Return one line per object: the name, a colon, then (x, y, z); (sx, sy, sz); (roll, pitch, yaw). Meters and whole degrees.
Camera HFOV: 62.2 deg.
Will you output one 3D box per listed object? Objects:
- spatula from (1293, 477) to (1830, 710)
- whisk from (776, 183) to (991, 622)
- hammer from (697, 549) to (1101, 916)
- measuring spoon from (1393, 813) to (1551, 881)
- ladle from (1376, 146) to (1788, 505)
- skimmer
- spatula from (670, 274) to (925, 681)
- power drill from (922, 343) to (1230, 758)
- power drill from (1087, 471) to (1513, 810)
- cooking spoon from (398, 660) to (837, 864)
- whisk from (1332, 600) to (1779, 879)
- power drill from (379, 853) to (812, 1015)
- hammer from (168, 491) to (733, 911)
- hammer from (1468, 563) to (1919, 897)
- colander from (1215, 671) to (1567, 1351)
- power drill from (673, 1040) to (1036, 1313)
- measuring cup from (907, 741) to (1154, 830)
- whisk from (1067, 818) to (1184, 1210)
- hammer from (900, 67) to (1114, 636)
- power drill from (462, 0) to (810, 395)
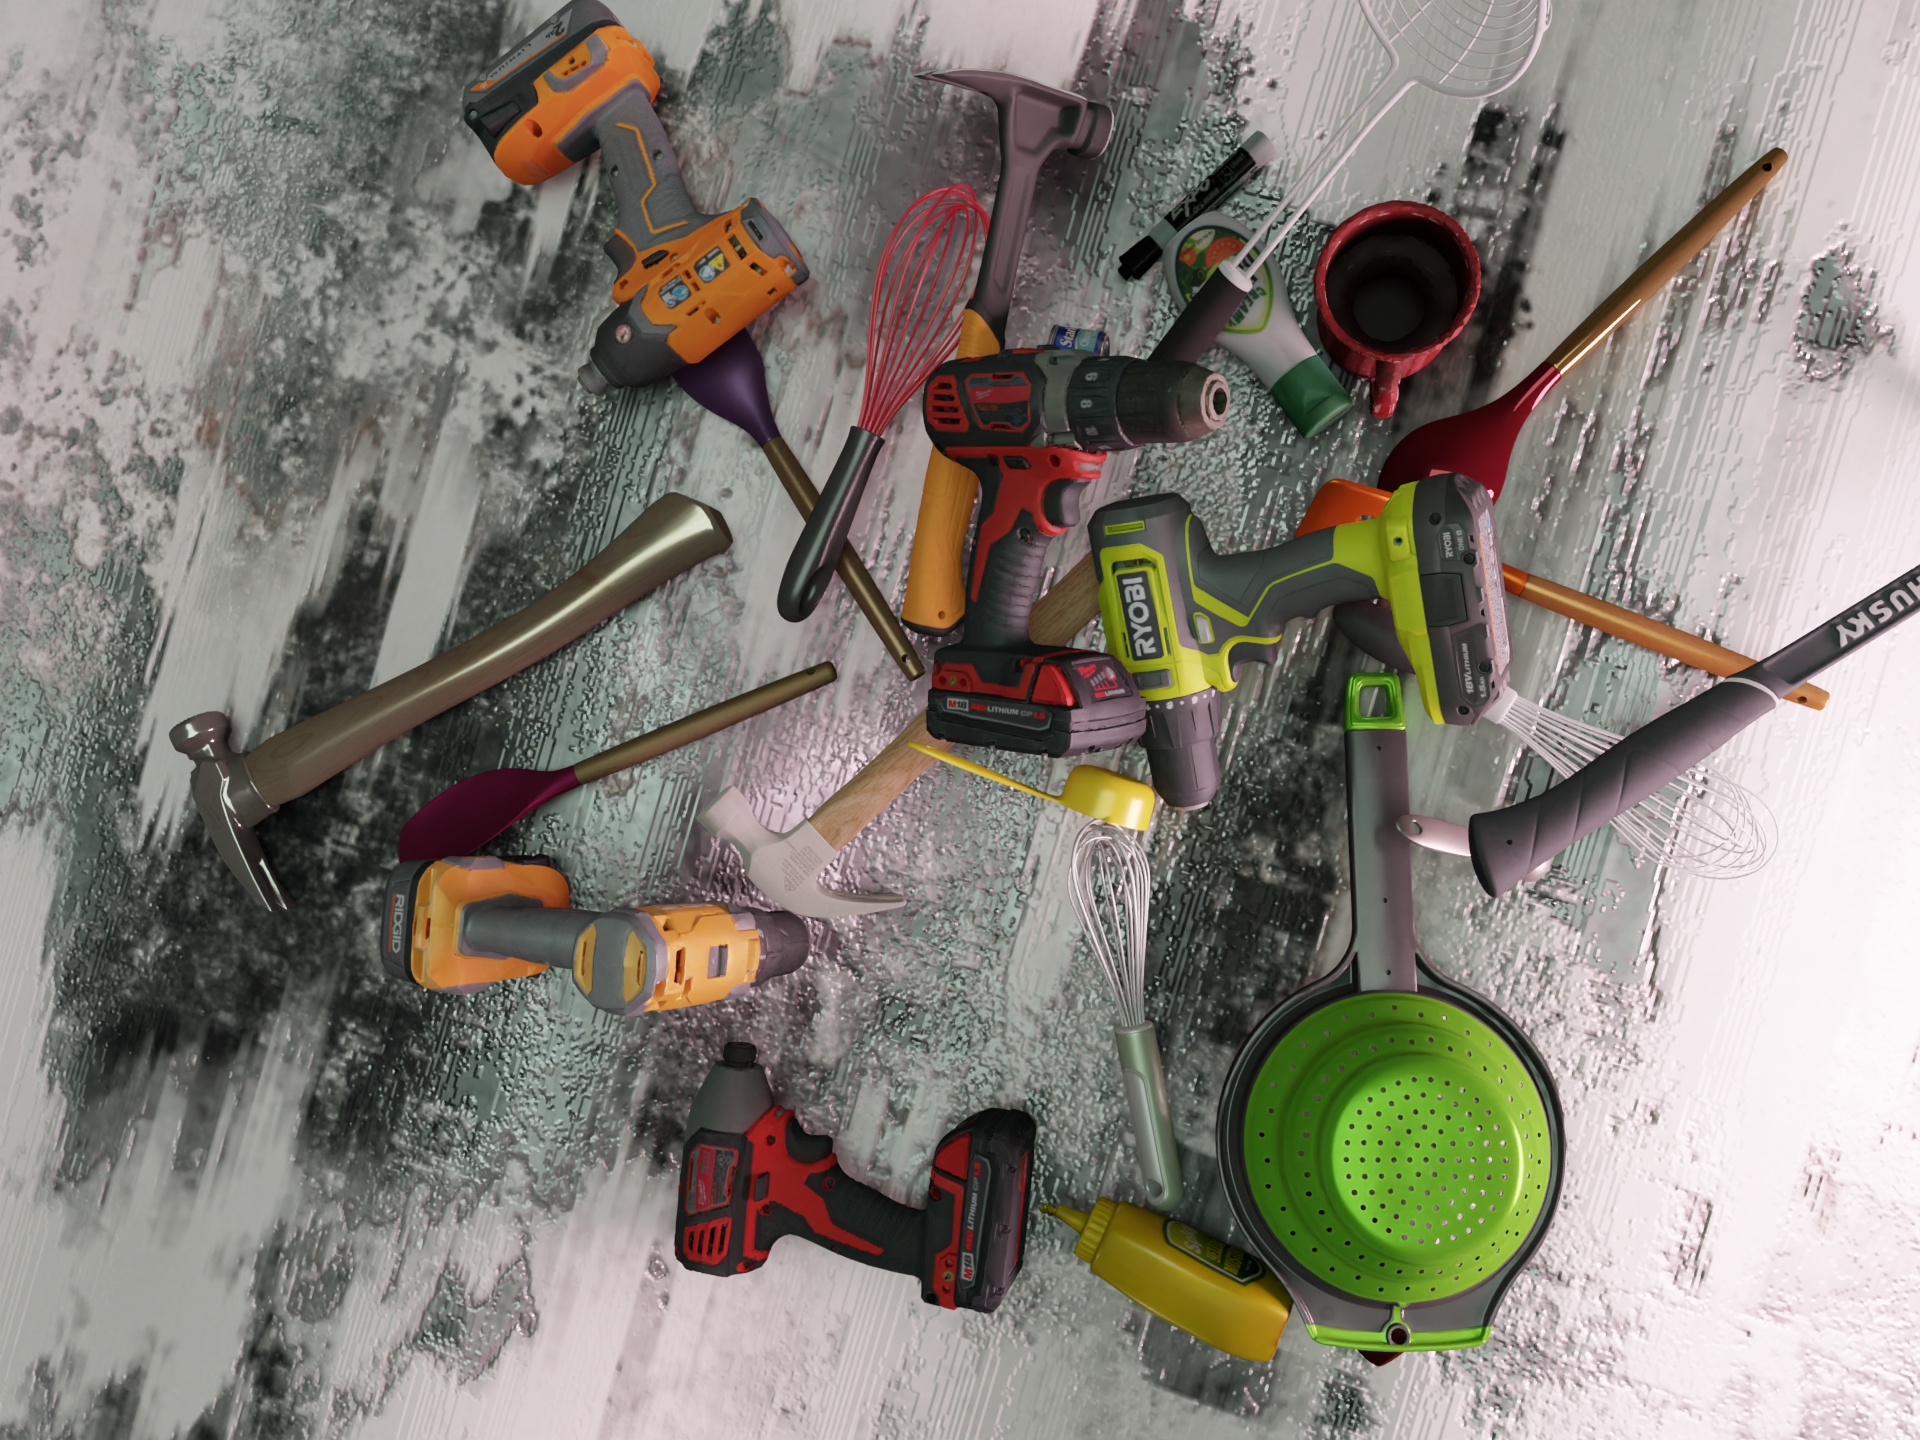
spatula: (0.356, -0.066, 0.945); (0.322, 0.041, 0.081); (22, 136, 6)
whisk: (-0.050, -0.198, 1.002); (0.073, 0.073, 0.296); (23, 91, 9)
hammer: (-0.002, -0.003, 1.001); (0.331, 0.031, 0.130); (-42, 97, 2)
measuring spoon: (0.302, 0.069, 0.926); (0.124, 0.018, 0.034); (13, 59, -29)
ladle: (0.376, -0.228, 0.957); (0.315, 0.031, 0.069); (-44, 83, 4)
skimmer: (0.178, -0.295, 0.880); (0.127, 0.090, 0.363); (49, 125, 14)
spatula: (-0.112, -0.159, 1.040); (0.060, 0.018, 0.316); (-34, 82, 7)
power drill: (0.062, -0.097, 0.896); (0.188, 0.080, 0.226); (8, 101, 39)
power drill: (0.194, -0.046, 0.924); (0.228, 0.080, 0.190); (-6, 104, 28)
cooking spoon: (-0.228, 0.027, 1.049); (0.319, 0.017, 0.069); (-22, 46, 6)
whisk: (0.345, 0.007, 0.940); (0.285, 0.070, 0.070); (33, 94, 13)
power drill: (-0.220, 0.133, 0.993); (0.226, 0.185, 0.084); (4, 89, 29)
hammer: (-0.330, -0.024, 1.064); (0.410, 0.038, 0.146); (-28, 85, 7)
hammer: (0.459, -0.021, 0.885); (0.409, 0.036, 0.149); (-32, 71, -2)
colander: (0.251, 0.162, 0.909); (0.204, 0.094, 0.397); (-1, 81, 3)
power drill: (-0.069, 0.283, 0.994); (0.220, 0.078, 0.143); (5, 89, 13)
measuring cup: (0.045, 0.030, 0.972); (0.156, 0.062, 0.029); (19, 94, -4)
whisk: (0.105, 0.182, 0.981); (0.058, 0.059, 0.246); (-10, 91, 47)
hammer: (0.004, -0.217, 0.970); (0.127, 0.034, 0.337); (3, 105, -34)
power drill: (-0.223, -0.329, 1.028); (0.164, 0.084, 0.226); (-36, 82, 7)
